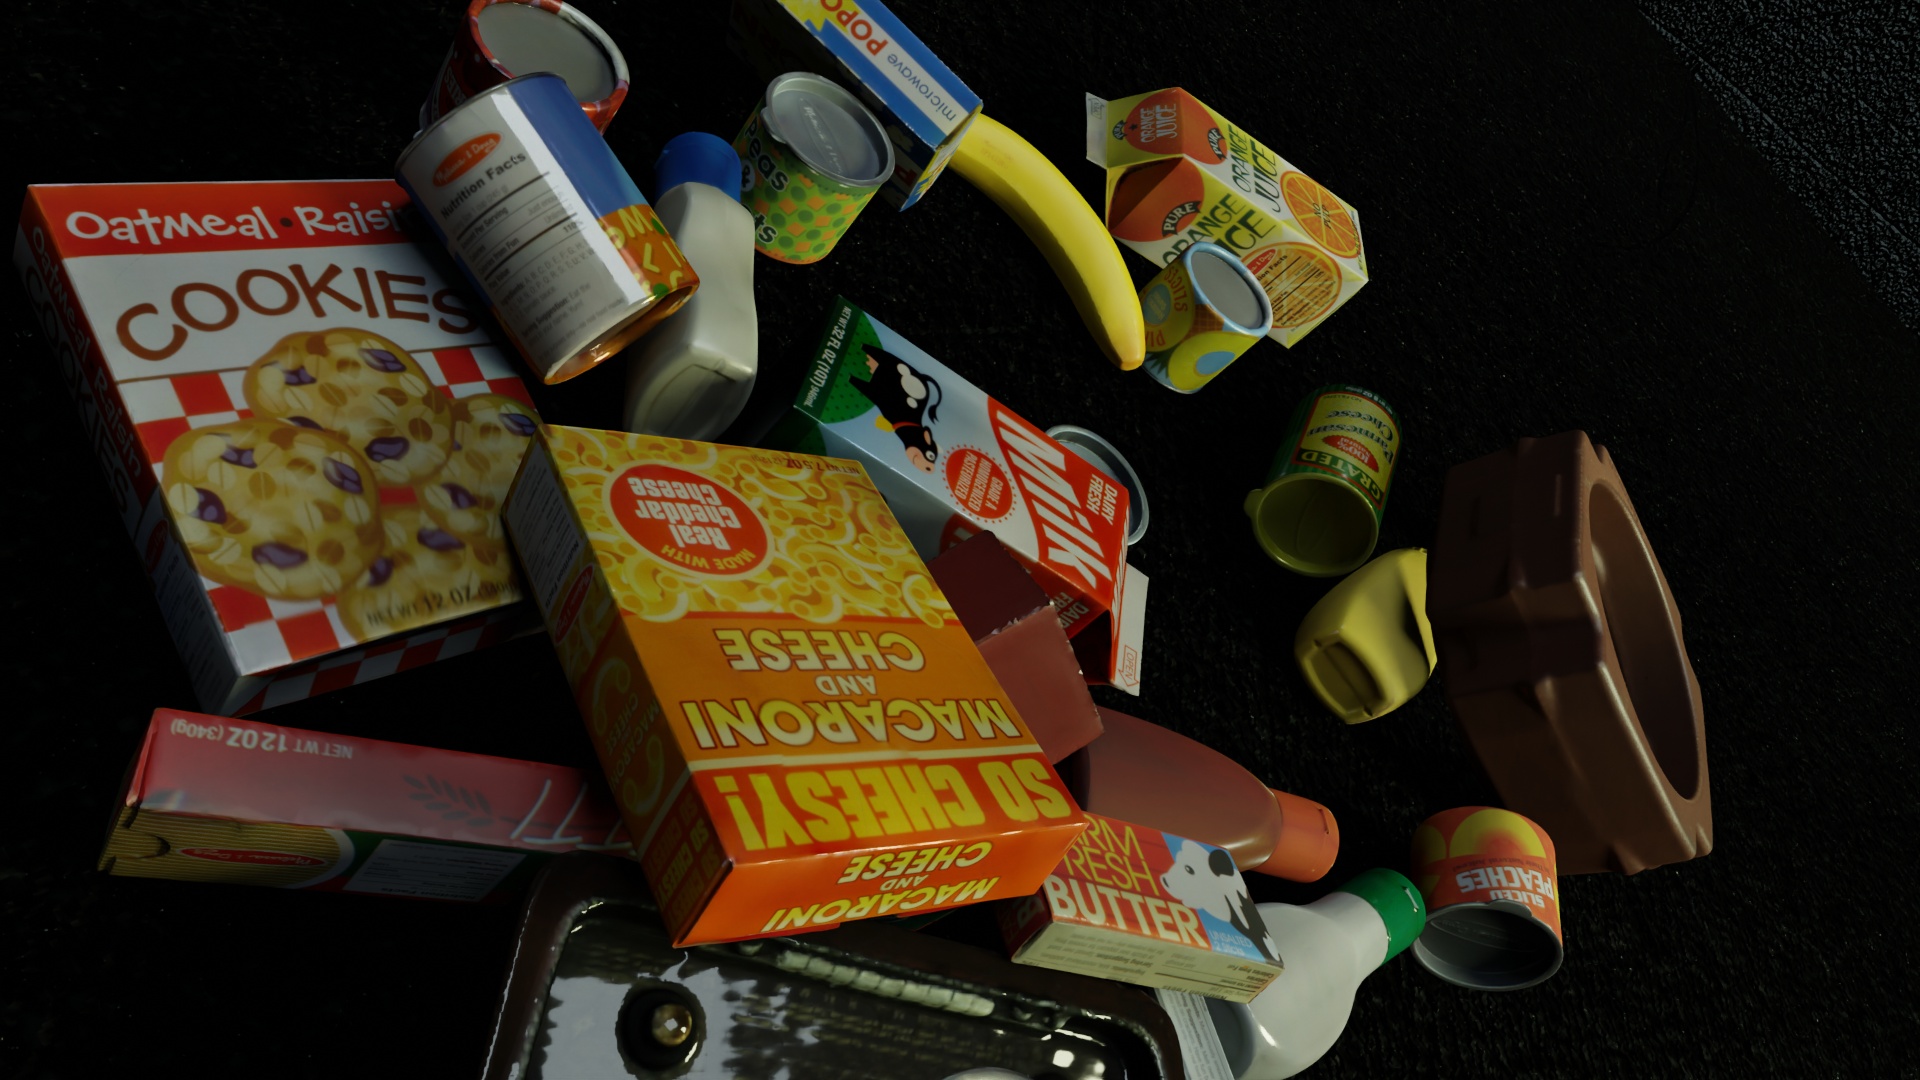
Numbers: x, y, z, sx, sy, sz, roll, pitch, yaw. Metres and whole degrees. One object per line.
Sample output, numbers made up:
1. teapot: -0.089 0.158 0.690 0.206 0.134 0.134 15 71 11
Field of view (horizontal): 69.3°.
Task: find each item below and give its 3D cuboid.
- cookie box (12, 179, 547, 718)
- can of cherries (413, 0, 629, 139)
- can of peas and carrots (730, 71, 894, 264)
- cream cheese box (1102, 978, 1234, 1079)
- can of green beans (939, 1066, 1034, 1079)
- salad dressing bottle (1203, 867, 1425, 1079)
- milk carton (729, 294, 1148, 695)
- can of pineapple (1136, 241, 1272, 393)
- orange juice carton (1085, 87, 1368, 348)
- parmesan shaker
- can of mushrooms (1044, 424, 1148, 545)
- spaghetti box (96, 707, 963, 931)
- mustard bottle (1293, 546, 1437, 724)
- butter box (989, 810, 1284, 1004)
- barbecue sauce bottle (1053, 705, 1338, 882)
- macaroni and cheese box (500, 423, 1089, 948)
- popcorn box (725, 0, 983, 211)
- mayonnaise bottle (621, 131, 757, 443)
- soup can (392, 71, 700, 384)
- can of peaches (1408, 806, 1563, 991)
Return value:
1. cookie box: -0.203 -0.038 0.442 0.123 0.040 0.167 -17 72 -47
2. can of cherries: -0.176 -0.177 0.557 0.071 0.058 0.072 23 47 -27
3. can of peas and carrots: -0.075 -0.170 0.638 0.071 0.058 0.071 22 48 -26
4. cream cheese box: 0.060 0.165 0.501 0.024 0.053 0.104 4 58 -41
5. can of green beans: -0.005 0.167 0.330 0.071 0.057 0.071 22 47 -26
6. salad dressing bottle: 0.143 0.174 0.574 0.148 0.043 0.064 -9 66 -45
7. milk carton: 0.002 -0.007 0.568 0.190 0.073 0.073 32 43 -18
8. can of pineapple: 0.131 -0.126 0.782 0.071 0.057 0.071 22 47 -27
9. orange juice carton: 0.153 -0.205 0.850 0.192 0.072 0.072 27 46 -22
10. parmesan shaker: 0.202 -0.037 0.769 0.071 0.071 0.103 42 41 -7
11. can of mushrooms: 0.051 -0.018 0.649 0.071 0.033 0.071 23 47 -27
12. spaghetti box: -0.110 0.091 0.415 0.250 0.050 0.029 15 52 -32
13. mustard bottle: 0.232 0.040 0.748 0.065 0.048 0.161 55 40 2
14. butter box: 0.056 0.119 0.460 0.103 0.024 0.053 20 29 -29
15. barbecue sauce bottle: 0.095 0.112 0.579 0.148 0.043 0.065 20 45 -30
16. macaroni and cheese box: -0.053 0.037 0.421 0.124 0.040 0.167 4 40 -40
17. popcorn box: -0.054 -0.228 0.678 0.126 0.085 0.038 43 77 -6
18. mayonnaise bottle: -0.108 -0.107 0.562 0.041 0.064 0.149 21 44 -29
19. soup can: -0.139 -0.106 0.476 0.083 0.071 0.072 56 41 -6
20. can of peaches: 0.244 0.165 0.646 0.071 0.071 0.058 37 41 -13
